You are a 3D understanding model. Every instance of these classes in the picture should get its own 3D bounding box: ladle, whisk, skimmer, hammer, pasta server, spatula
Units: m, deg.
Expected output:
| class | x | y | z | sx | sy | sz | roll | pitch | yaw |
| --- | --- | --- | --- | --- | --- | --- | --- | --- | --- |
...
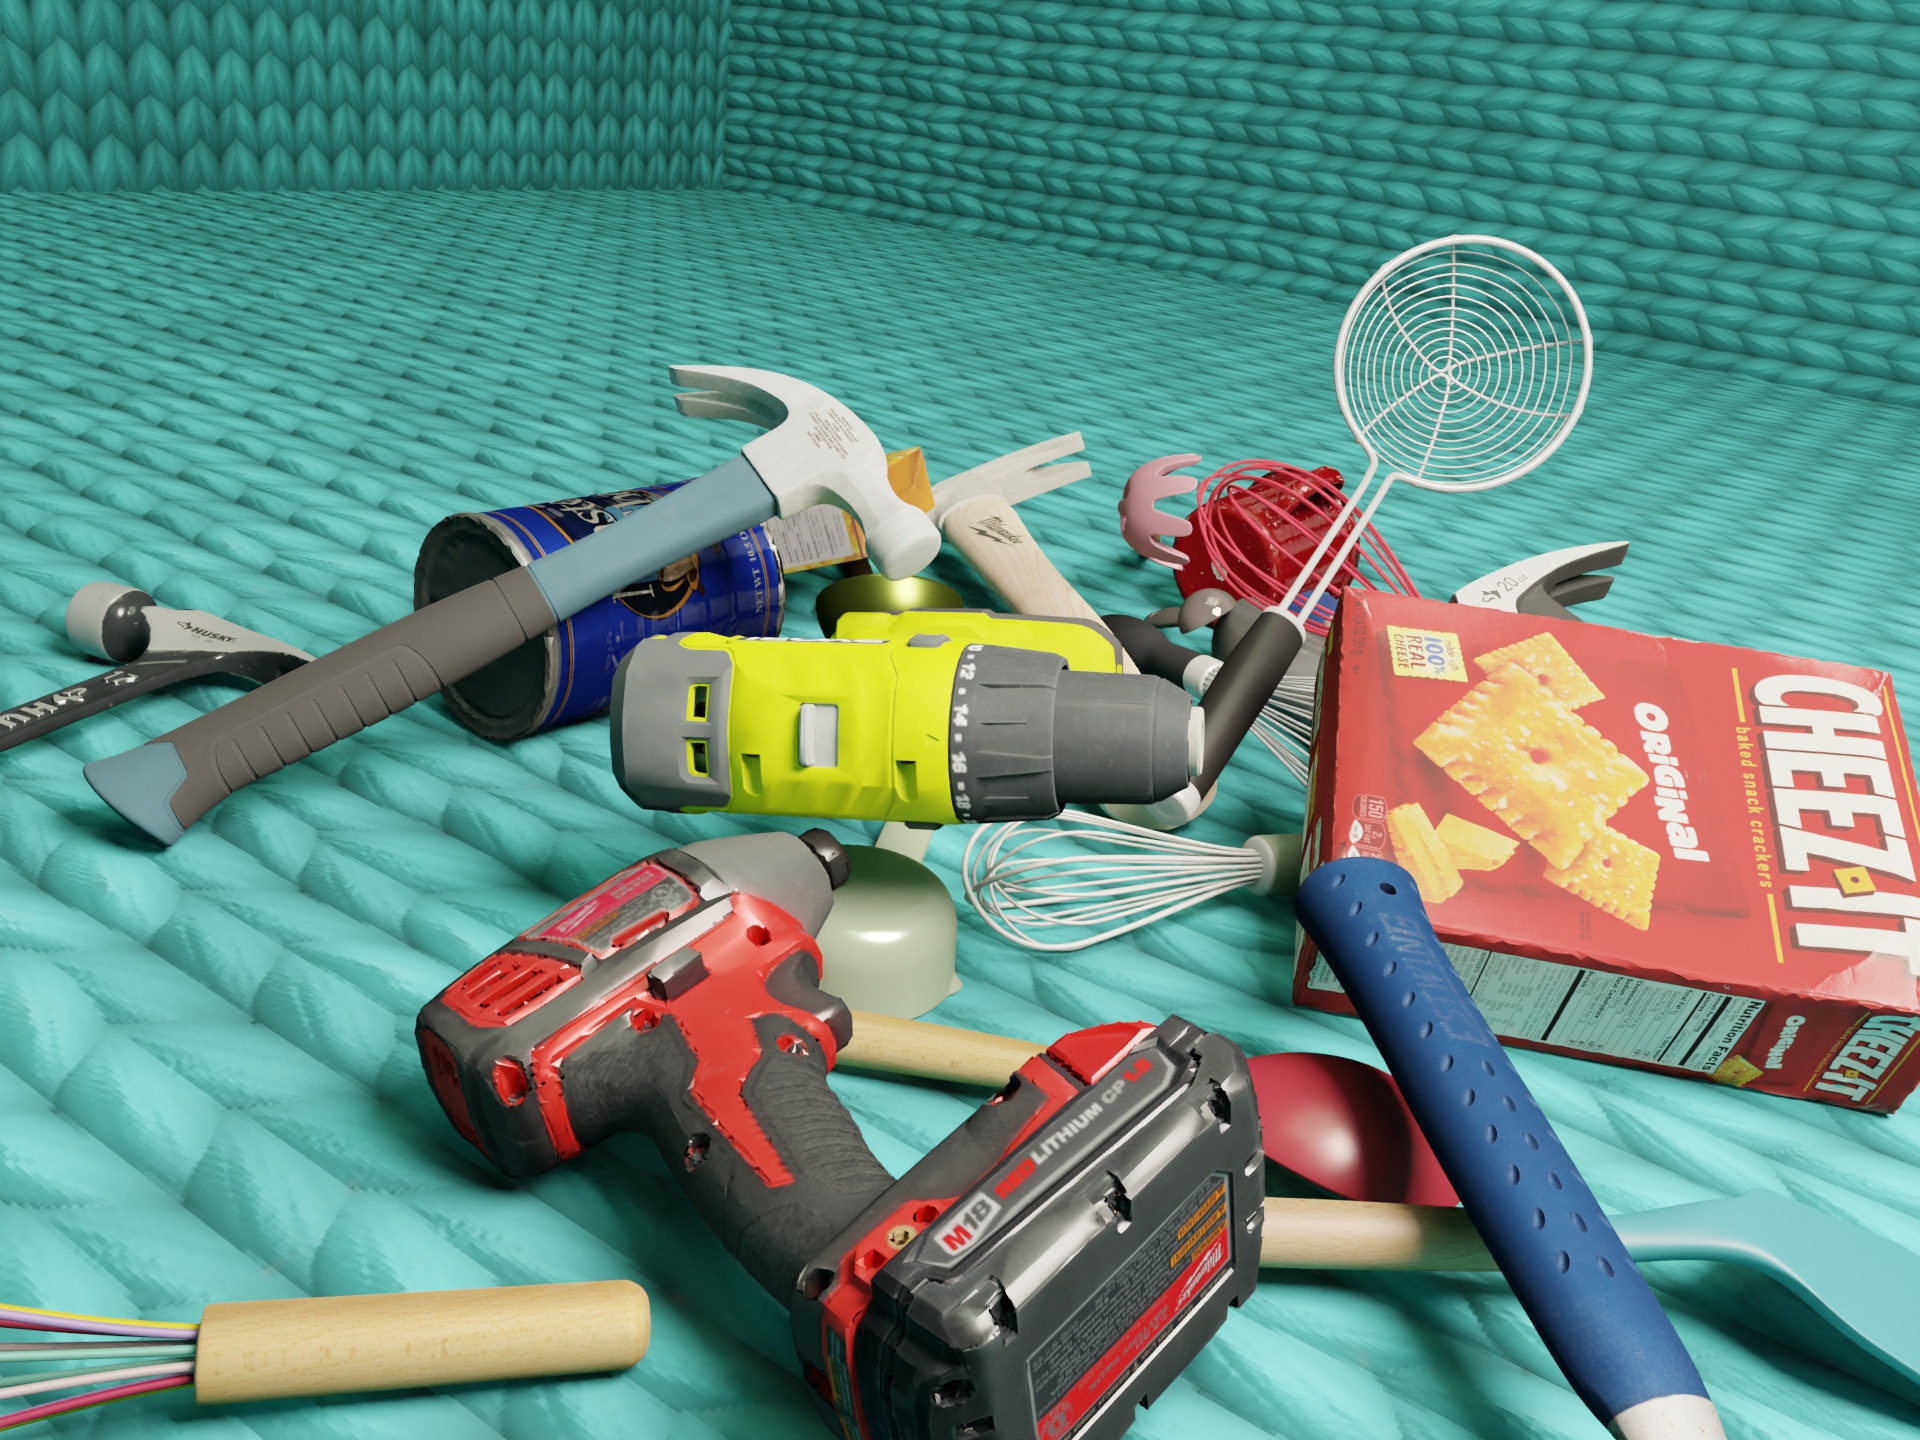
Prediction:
| class | x | y | z | sx | sy | sz | roll | pitch | yaw |
| --- | --- | --- | --- | --- | --- | --- | --- | --- | --- |
| ladle | 0.003 | 0.108 | 0.511 | 0.315 | 0.031 | 0.069 | 8 | 18 | 8 |
| whisk | 0.142 | -0.011 | 0.791 | 0.070 | 0.070 | 0.285 | -5 | 19 | -27 |
| skimmer | 0.186 | -0.095 | 0.729 | 0.127 | 0.090 | 0.363 | 38 | 55 | 1 |
| hammer | 0.058 | -0.063 | 0.866 | 0.146 | 0.038 | 0.411 | -22 | 30 | -4 |
| hammer | 0.154 | 0.162 | 0.348 | 0.144 | 0.035 | 0.406 | 1 | 31 | -11 |
| whisk | 0.113 | 0.060 | 0.639 | 0.246 | 0.057 | 0.059 | -1 | 58 | -24 |
| hammer | -0.403 | 0.032 | 0.570 | 0.149 | 0.036 | 0.409 | 14 | 24 | 15 |
| whisk | 0.232 | -0.035 | 0.791 | 0.296 | 0.073 | 0.073 | 42 | 36 | 22 |
| ladle | -0.058 | -0.098 | 0.945 | 0.078 | 0.062 | 0.320 | 4 | 20 | -12 |
| pasta server | 0.117 | -0.114 | 0.947 | 0.040 | 0.060 | 0.316 | 7 | 3 | 7 |
| spatula | 0.136 | 0.154 | 0.443 | 0.317 | 0.044 | 0.082 | 2 | 24 | 2 |
| hammer | -0.180 | -0.043 | 0.636 | 0.331 | 0.033 | 0.128 | -29 | 69 | -15 |
| hammer | 0.361 | 0.030 | 0.680 | 0.146 | 0.035 | 0.335 | -30 | 54 | -32 |
| whisk | -0.193 | 0.147 | 0.354 | 0.245 | 0.051 | 0.047 | 3 | 44 | -19 |

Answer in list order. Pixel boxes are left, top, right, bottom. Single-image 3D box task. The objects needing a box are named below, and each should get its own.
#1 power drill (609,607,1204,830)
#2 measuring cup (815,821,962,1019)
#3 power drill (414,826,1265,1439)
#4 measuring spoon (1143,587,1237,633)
| class | x | y | z | sx | sy | sz | roll | pitch | yaw |
| --- | --- | --- | --- | --- | --- | --- | --- | --- | --- |
| power drill | -0.001 | -0.002 | 0.600 | 0.190 | 0.080 | 0.228 | 2 | 4 | 11 |
| measuring cup | -0.030 | 0.055 | 0.606 | 0.083 | 0.038 | 0.168 | 9 | 25 | 7 |
| power drill | -0.034 | 0.098 | 0.430 | 0.220 | 0.078 | 0.143 | 22 | 42 | 40 |
| measuring spoon | 0.124 | -0.065 | 0.911 | 0.034 | 0.018 | 0.124 | -30 | 8 | -7 |
